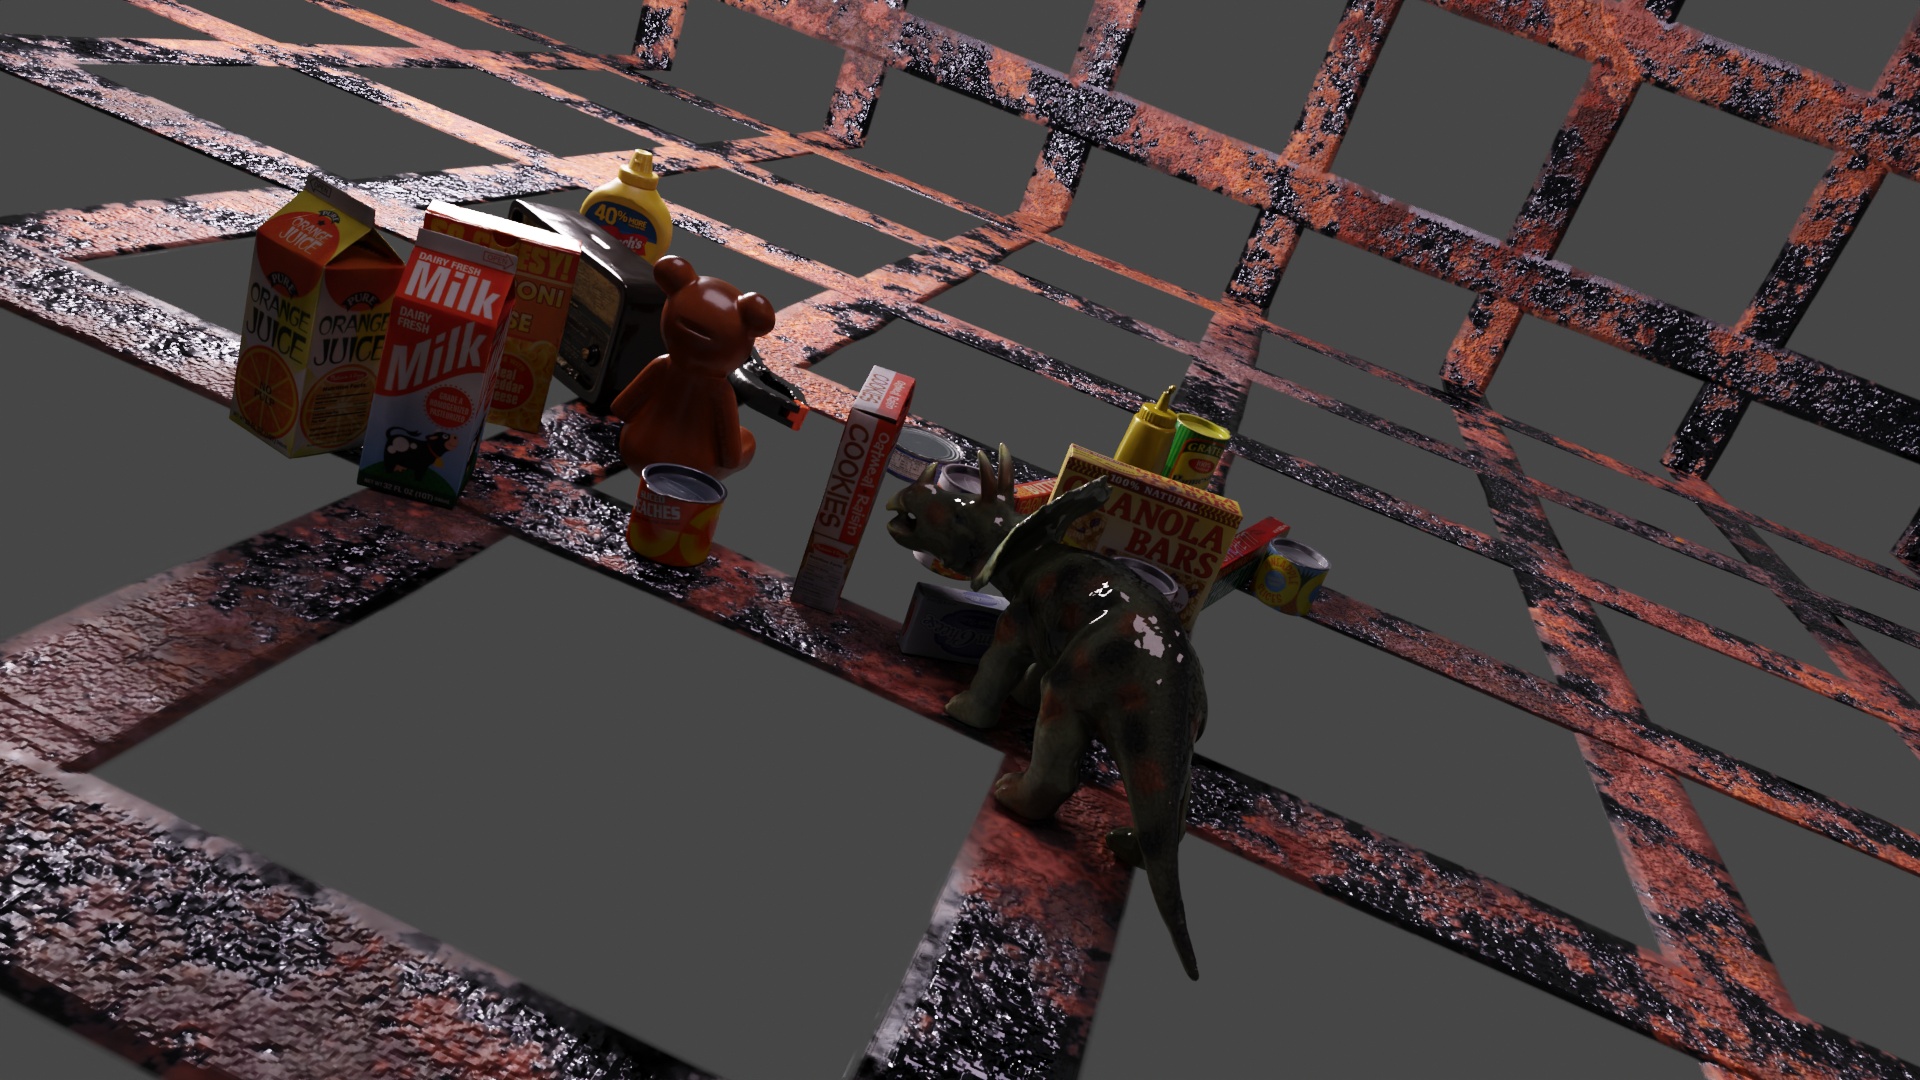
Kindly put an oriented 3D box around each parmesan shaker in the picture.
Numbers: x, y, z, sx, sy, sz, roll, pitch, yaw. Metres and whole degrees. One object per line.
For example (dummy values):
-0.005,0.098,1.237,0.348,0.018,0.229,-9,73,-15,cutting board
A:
0.257,-0.084,1.574,0.071,0.102,0.071,18,22,-7,parmesan shaker

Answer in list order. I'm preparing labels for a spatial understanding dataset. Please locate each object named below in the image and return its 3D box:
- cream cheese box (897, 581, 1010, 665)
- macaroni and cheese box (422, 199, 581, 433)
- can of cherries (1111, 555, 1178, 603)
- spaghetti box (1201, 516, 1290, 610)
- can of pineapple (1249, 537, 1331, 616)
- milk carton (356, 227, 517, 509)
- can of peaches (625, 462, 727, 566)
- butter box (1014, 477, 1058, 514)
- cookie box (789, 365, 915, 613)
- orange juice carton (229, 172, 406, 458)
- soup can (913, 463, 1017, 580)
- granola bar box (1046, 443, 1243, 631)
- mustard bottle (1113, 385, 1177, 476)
0.007,0.068,1.072,0.104,0.053,0.024,11,23,-22,cream cheese box
-0.394,-0.183,1.155,0.124,0.165,0.040,13,23,-19,macaroni and cheese box
0.148,0.055,1.217,0.071,0.058,0.072,18,22,-7,can of cherries
0.280,0.022,1.418,0.029,0.050,0.251,30,24,22,spaghetti box
0.336,0.037,1.422,0.071,0.057,0.071,18,22,-7,can of pineapple
-0.377,-0.128,1.010,0.072,0.189,0.074,15,22,-13,milk carton
-0.221,-0.019,1.070,0.071,0.057,0.071,18,22,-7,can of peaches
0.067,-0.029,1.349,0.024,0.053,0.104,32,25,27,butter box
-0.083,-0.043,1.099,0.040,0.166,0.123,19,22,-3,cookie box
-0.466,-0.164,1.013,0.072,0.191,0.073,29,23,20,orange juice carton
0.004,-0.015,1.222,0.071,0.083,0.071,18,22,-7,soup can
0.156,-0.002,1.269,0.165,0.123,0.039,19,22,-3,granola bar box
0.193,-0.093,1.465,0.049,0.159,0.065,29,23,20,mustard bottle
